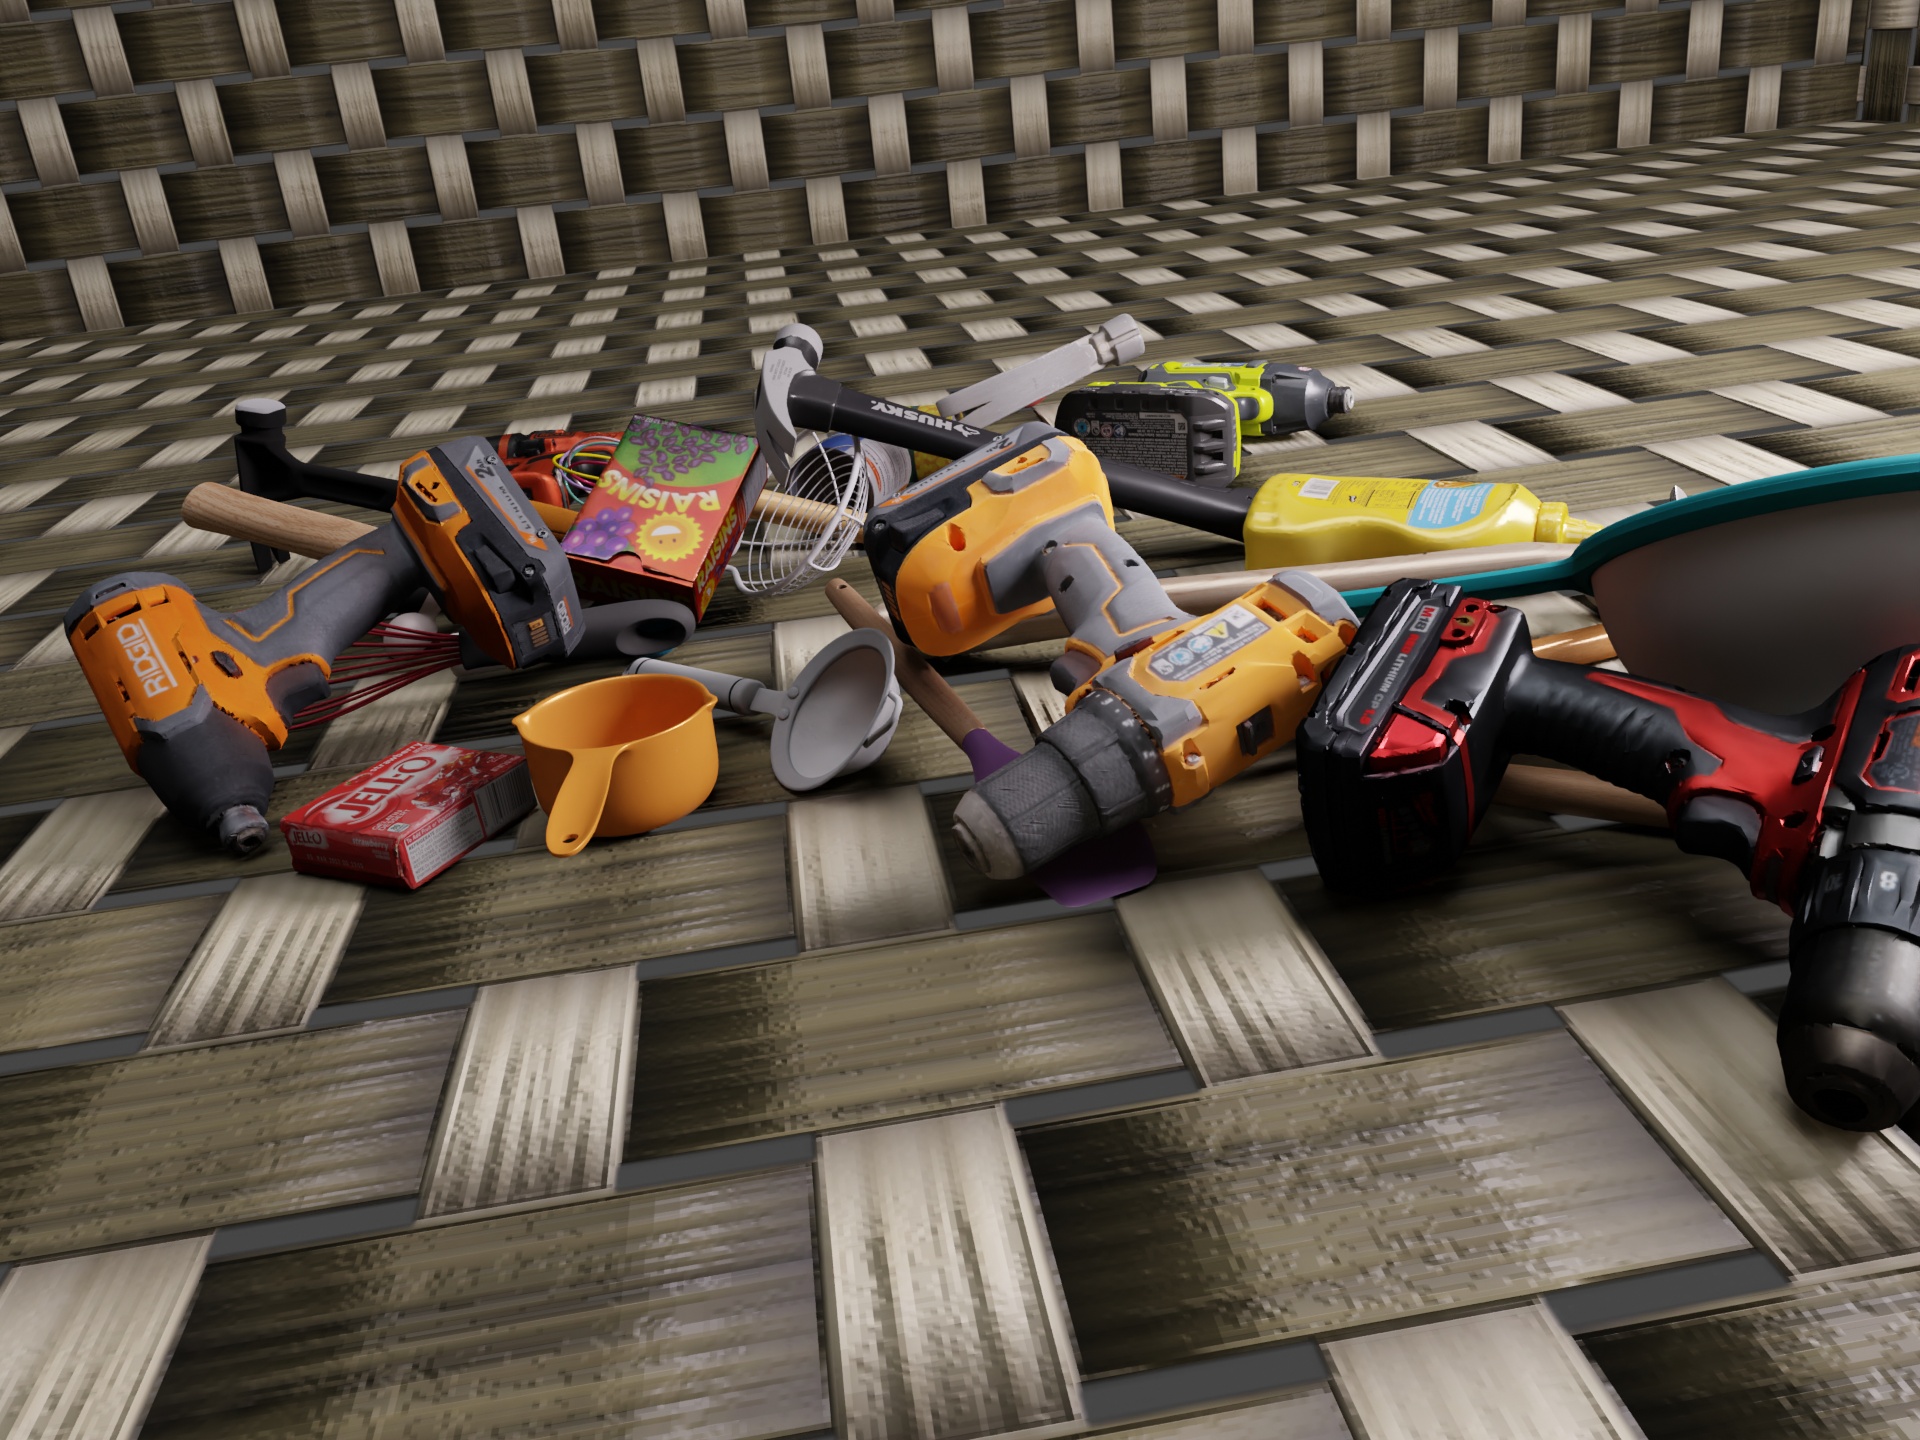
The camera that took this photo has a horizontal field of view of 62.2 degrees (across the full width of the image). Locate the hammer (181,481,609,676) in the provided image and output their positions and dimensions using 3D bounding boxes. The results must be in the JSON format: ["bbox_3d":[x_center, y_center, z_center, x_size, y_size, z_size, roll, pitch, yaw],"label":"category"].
[{"bbox_3d":[-0.363,-0.103,1.001,0.331,0.031,0.130,15,48,22],"label":"hammer"}]

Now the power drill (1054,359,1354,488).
[{"bbox_3d":[0.183,-0.228,1.195,0.171,0.080,0.223,8,24,31],"label":"power drill"}]

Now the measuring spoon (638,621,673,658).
[{"bbox_3d":[-0.217,-0.047,0.957,0.129,0.021,0.042,-3,37,30],"label":"measuring spoon"}]

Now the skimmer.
[{"bbox_3d":[-0.235,-0.120,1.030,0.363,0.090,0.127,-7,52,4],"label":"skimmer"}]

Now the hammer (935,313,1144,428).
[{"bbox_3d":[0.051,-0.266,1.267,0.149,0.036,0.359,-25,10,3],"label":"hammer"}]

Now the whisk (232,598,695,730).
[{"bbox_3d":[-0.296,-0.037,0.883,0.296,0.073,0.073,-7,23,-6],"label":"whisk"}]

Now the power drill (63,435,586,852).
[{"bbox_3d":[-0.310,-0.037,0.802,0.226,0.084,0.164,-29,63,-20],"label":"power drill"}]

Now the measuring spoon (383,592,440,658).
[{"bbox_3d":[-0.332,-0.090,1.012,0.034,0.018,0.124,1,50,23],"label":"measuring spoon"}]

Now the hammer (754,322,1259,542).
[{"bbox_3d":[0.036,-0.160,0.984,0.334,0.035,0.146,14,38,-7],"label":"hammer"}]

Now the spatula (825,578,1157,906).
[{"bbox_3d":[-0.001,-0.002,0.754,0.059,0.018,0.316,-16,33,-20],"label":"spatula"}]

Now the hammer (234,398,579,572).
[{"bbox_3d":[-0.369,-0.144,1.140,0.337,0.127,0.034,11,26,15],"label":"hammer"}]

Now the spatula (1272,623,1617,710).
[{"bbox_3d":[0.266,-0.035,0.770,0.322,0.041,0.081,-13,31,-17],"label":"spatula"}]

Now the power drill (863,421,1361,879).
[{"bbox_3d":[0.039,-0.033,0.701,0.185,0.084,0.226,-31,42,-14],"label":"power drill"}]

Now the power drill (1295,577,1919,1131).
[{"bbox_3d":[0.234,0.036,0.551,0.227,0.080,0.188,12,47,34],"label":"power drill"}]

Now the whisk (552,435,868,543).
[{"bbox_3d":[-0.170,-0.155,1.109,0.245,0.051,0.047,14,-5,8],"label":"whisk"}]

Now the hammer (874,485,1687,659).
[{"bbox_3d":[0.153,-0.067,0.819,0.410,0.038,0.146,-5,-6,12],"label":"hammer"}]

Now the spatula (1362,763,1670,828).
[{"bbox_3d":[0.305,0.027,0.615,0.317,0.044,0.082,7,33,30],"label":"spatula"}]

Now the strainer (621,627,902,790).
[{"bbox_3d":[-0.101,-0.011,0.809,0.259,0.050,0.087,12,72,46],"label":"strainer"}]

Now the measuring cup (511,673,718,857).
[{"bbox_3d":[-0.155,0.035,0.703,0.095,0.052,0.174,-6,25,0],"label":"measuring cup"}]

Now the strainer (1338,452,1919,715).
[{"bbox_3d":[0.303,-0.029,0.666,0.340,0.095,0.211,-7,-9,19],"label":"strainer"}]
